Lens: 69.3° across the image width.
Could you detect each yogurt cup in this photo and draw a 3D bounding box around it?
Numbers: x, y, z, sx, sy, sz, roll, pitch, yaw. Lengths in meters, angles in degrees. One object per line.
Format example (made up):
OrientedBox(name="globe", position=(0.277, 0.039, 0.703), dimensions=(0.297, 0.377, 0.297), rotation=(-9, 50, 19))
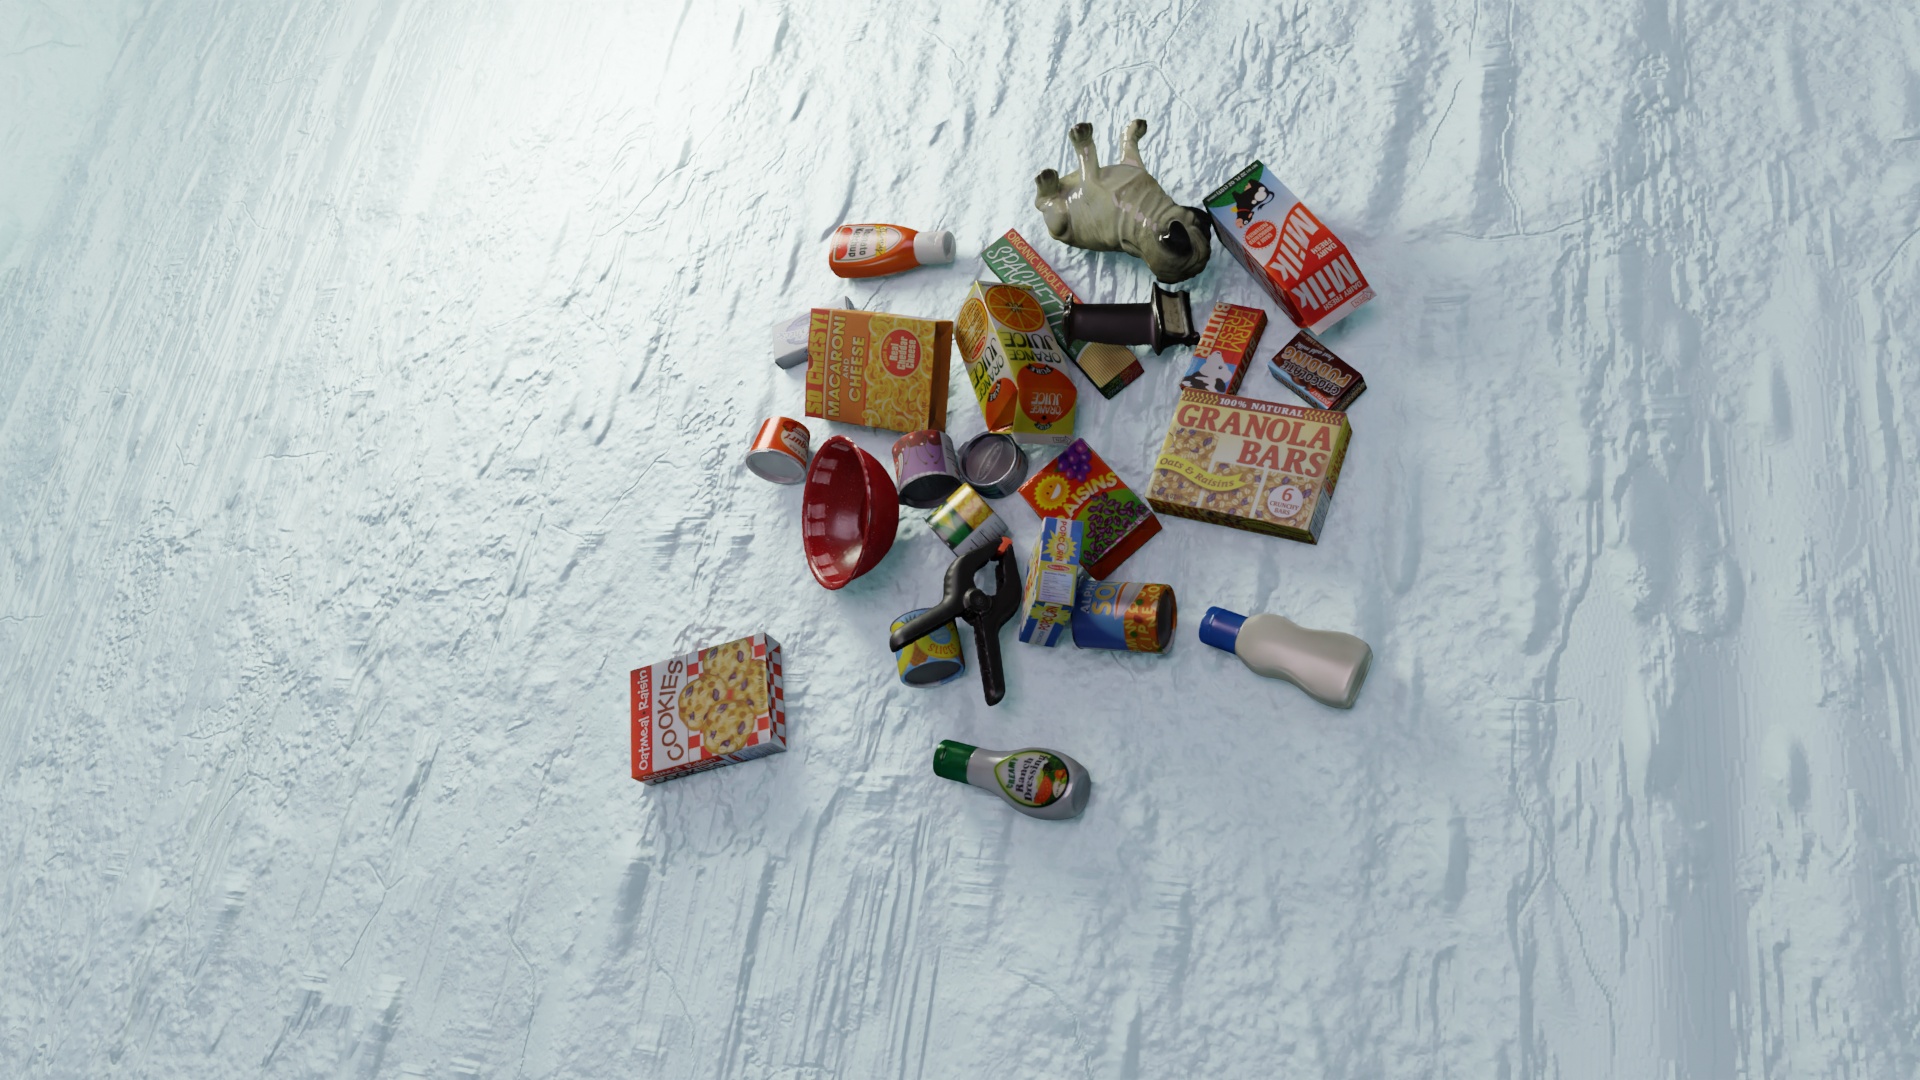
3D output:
OrientedBox(name="yogurt cup", position=(-0.200, -0.102, 1.546), dimensions=(0.072, 0.072, 0.054), rotation=(-2, 58, 25))

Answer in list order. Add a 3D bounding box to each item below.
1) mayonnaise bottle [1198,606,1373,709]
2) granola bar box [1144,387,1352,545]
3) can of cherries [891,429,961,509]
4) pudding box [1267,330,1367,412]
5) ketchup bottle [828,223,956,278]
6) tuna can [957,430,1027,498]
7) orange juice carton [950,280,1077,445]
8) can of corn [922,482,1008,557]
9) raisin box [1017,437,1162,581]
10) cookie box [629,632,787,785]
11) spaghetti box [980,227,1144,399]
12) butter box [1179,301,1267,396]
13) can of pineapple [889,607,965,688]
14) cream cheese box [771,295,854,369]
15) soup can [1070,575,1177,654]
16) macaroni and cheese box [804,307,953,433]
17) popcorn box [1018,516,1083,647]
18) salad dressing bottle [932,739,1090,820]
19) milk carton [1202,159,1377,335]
OrientedBox(name="mayonnaise bottle", position=(0.286, 0.097, 1.236), dimensions=(0.148, 0.041, 0.065), rotation=(20, 75, 32))
OrientedBox(name="granola bar box", position=(0.273, -0.073, 1.323), dimensions=(0.165, 0.039, 0.124), rotation=(13, 73, 29))
OrientedBox(name="can of cherries", position=(-0.038, -0.074, 1.453), dimensions=(0.071, 0.071, 0.058), rotation=(-20, 60, 16))
OrientedBox(name="pudding box", position=(0.342, -0.158, 1.336), dimensions=(0.049, 0.030, 0.084), rotation=(-44, 56, 2))
OrientedBox(name="ketchup bottle", position=(-0.078, -0.338, 1.613), dimensions=(0.149, 0.043, 0.065), rotation=(3, 68, 26))
OrientedBox(name="tuna can", position=(0.032, -0.079, 1.443), dimensions=(0.071, 0.032, 0.071), rotation=(-10, 63, 21))
OrientedBox(name="orange juice carton", position=(0.059, -0.174, 1.436), dimensions=(0.072, 0.072, 0.193), rotation=(-57, 43, 45))
OrientedBox(name="can of corn", position=(0.005, -0.018, 1.406), dimensions=(0.058, 0.071, 0.071), rotation=(-43, 56, 1))
OrientedBox(name="raisin box", position=(0.127, -0.031, 1.372), dimensions=(0.086, 0.040, 0.124), rotation=(-41, 56, 4))
OrientedBox(name="cookie box", position=(-0.267, 0.178, 1.459), dimensions=(0.167, 0.040, 0.123), rotation=(-17, 61, 16))
OrientedBox(name="spaghetti box", position=(0.105, -0.248, 1.492), dimensions=(0.050, 0.028, 0.251), rotation=(-38, 57, 3))
OrientedBox(name="butter box", position=(0.264, -0.188, 1.391), dimensions=(0.053, 0.024, 0.104), rotation=(18, 75, 31))
OrientedBox(name="can of pineapple", position=(-0.031, 0.105, 1.364), dimensions=(0.071, 0.071, 0.058), rotation=(-22, 60, 15))
OrientedBox(name="cream cheese box", position=(-0.170, -0.243, 1.622), dimensions=(0.103, 0.024, 0.053), rotation=(-19, 60, 16))
OrientedBox(name="soup can", position=(0.152, 0.068, 1.294), dimensions=(0.084, 0.071, 0.071), rotation=(2, 68, 25))
OrientedBox(name="macaroni and cheese box", position=(-0.092, -0.187, 1.516), dimensions=(0.166, 0.040, 0.123), rotation=(11, 103, 29))
OrientedBox(name="popcorn box", position=(0.084, 0.041, 1.307), dimensions=(0.038, 0.126, 0.085), rotation=(10, 68, -2))
OrientedBox(name="salad dressing bottle", position=(0.046, 0.218, 1.289), dimensions=(0.147, 0.044, 0.064), rotation=(9, 70, 29))
OrientedBox(name="milk carton", position=(0.327, -0.283, 1.377), dimensions=(0.072, 0.073, 0.191), rotation=(-35, 57, 6))
